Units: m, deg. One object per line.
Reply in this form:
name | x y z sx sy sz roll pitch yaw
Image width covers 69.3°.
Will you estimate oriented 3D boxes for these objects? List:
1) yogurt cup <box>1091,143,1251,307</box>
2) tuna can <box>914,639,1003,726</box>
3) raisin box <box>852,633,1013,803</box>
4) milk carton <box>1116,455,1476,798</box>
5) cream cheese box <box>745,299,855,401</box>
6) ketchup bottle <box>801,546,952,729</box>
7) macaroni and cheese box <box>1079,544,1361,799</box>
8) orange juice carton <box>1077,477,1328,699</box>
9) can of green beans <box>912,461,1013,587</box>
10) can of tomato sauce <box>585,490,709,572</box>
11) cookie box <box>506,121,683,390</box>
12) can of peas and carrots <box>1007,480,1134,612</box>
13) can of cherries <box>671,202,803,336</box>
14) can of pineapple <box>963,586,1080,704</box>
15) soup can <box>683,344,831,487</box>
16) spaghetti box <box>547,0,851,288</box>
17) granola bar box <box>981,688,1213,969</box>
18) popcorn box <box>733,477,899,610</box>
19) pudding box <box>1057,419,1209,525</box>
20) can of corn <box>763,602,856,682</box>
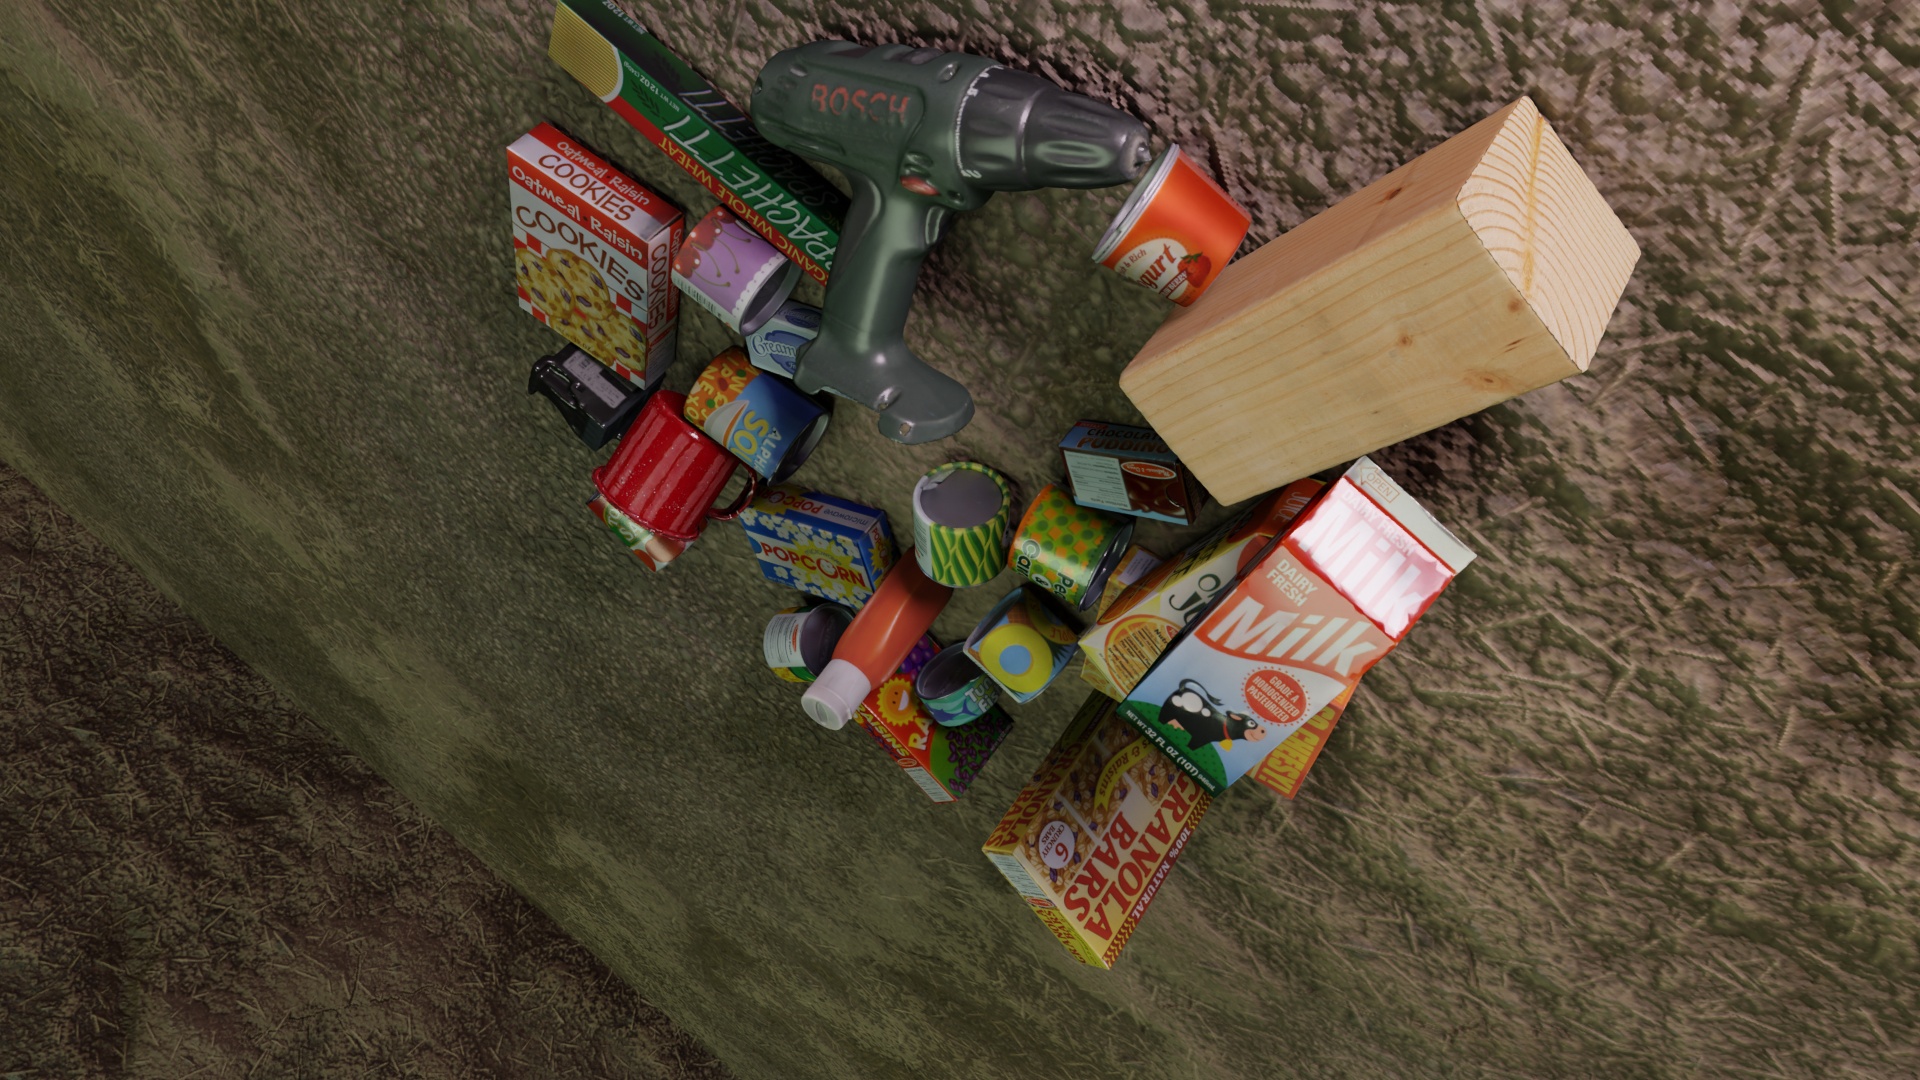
yogurt cup | 0.105 -0.151 0.681 0.054 0.073 0.072 34 147 -6
tuna can | 0.002 0.112 1.089 0.071 0.071 0.032 -4 129 46
raisin box | -0.028 0.141 1.134 0.123 0.086 0.040 48 150 -13
milk carton | 0.167 0.041 0.698 0.072 0.074 0.189 43 131 6
cream cheese box | -0.101 -0.131 0.938 0.104 0.024 0.053 22 143 25
ketchup bottle | -0.061 0.074 1.029 0.043 0.149 0.064 22 143 21
macaroni and cheese box | 0.169 0.088 0.924 0.166 0.040 0.123 29 145 16
orange juice carton | 0.164 0.030 0.794 0.073 0.072 0.192 50 133 -2
can of green beans | 0.001 -0.011 0.944 0.071 0.071 0.057 25 143 21
can of tomato sauce | -0.266 -0.024 1.185 0.083 0.071 0.071 48 146 -15
cookie box | -0.261 -0.201 0.997 0.123 0.040 0.166 34 147 8
can of peas and carrots | 0.069 0.005 0.892 0.059 0.071 0.070 29 145 16
can of cherries | -0.141 -0.176 0.890 0.058 0.072 0.071 38 147 4
can of pineapple | 0.045 0.074 1.005 0.058 0.071 0.070 43 146 -6
soup can | -0.146 -0.088 0.990 0.084 0.072 0.071 36 147 5
spaghetti box | -0.145 -0.240 0.848 0.250 0.029 0.050 40 146 -1
granola bar box | 0.104 0.203 1.008 0.039 0.166 0.124 -12 122 52
popcorn box | -0.109 0.005 1.095 0.127 0.038 0.084 16 141 31
pudding box | 0.105 -0.041 0.841 0.084 0.030 0.049 12 137 35
can of corn | -0.124 0.088 1.185 0.058 0.071 0.071 -8 125 49
